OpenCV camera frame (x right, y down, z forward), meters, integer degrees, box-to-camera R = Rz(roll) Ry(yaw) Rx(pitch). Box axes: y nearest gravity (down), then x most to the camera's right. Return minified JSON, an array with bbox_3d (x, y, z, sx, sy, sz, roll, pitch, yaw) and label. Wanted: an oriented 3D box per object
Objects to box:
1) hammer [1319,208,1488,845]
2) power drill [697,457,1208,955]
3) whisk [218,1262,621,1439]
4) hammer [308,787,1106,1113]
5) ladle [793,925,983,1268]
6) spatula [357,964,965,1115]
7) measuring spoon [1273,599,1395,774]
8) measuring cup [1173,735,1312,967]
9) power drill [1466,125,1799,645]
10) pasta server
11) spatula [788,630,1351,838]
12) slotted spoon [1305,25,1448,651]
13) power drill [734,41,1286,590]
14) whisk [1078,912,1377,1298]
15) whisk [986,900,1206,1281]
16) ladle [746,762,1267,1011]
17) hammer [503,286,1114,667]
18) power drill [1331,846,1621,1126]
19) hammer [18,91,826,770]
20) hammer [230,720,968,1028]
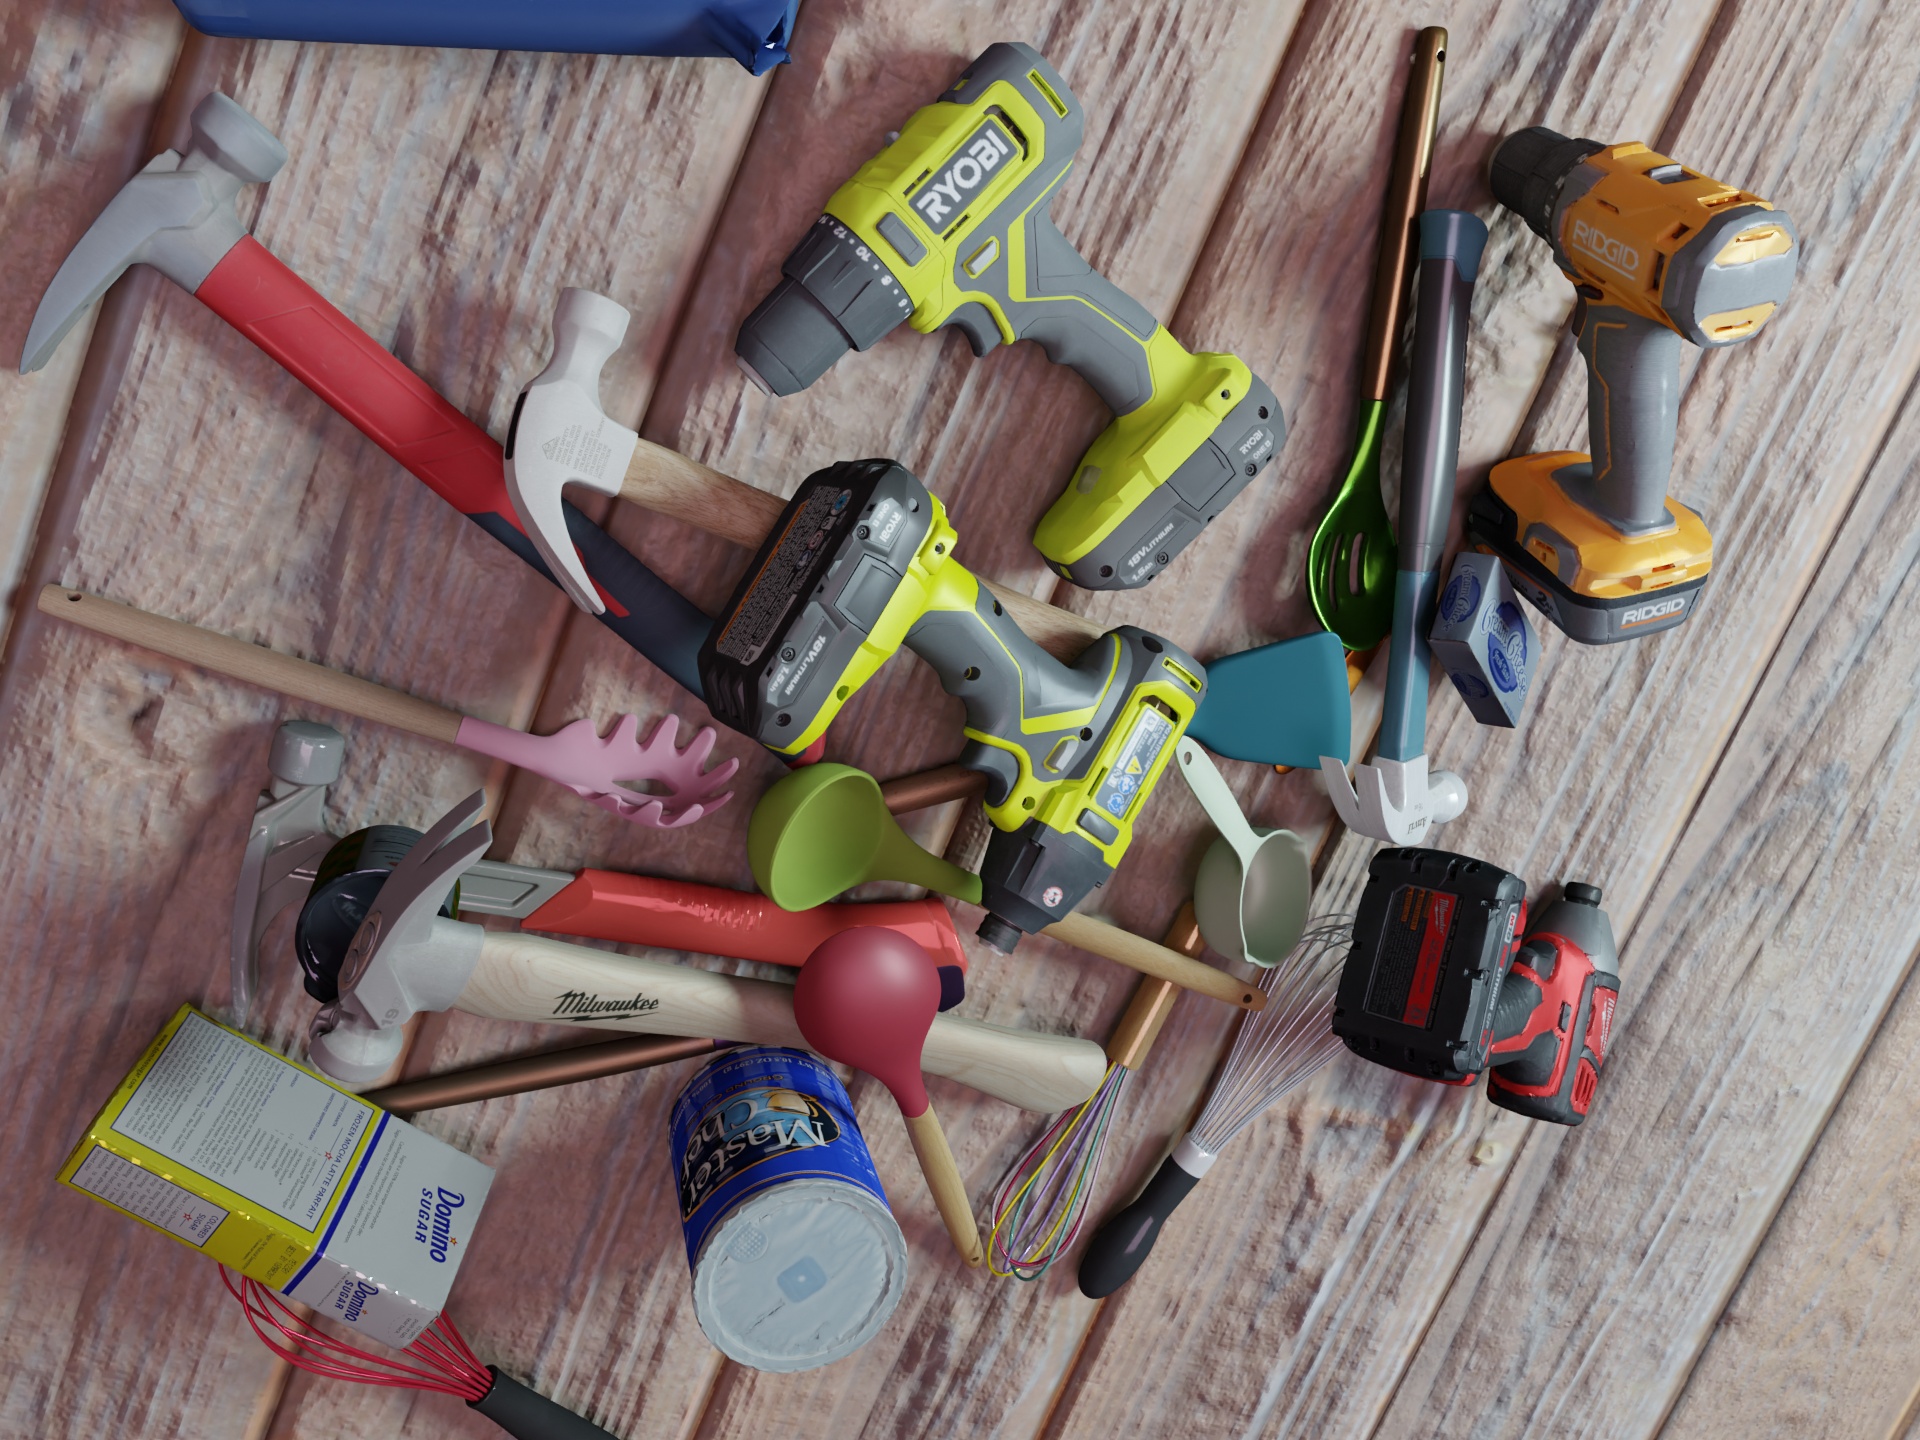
[{"bbox_3d":[0.241,-0.093,0.832,0.128,0.033,0.331,-14,111,-48],"label":"hammer"},{"bbox_3d":[-0.001,-0.002,0.738,0.223,0.080,0.171,34,82,-30],"label":"power drill"},{"bbox_3d":[-0.267,0.342,0.839,0.073,0.073,0.295,-41,119,-1],"label":"whisk"},{"bbox_3d":[-0.081,0.136,0.765,0.410,0.038,0.146,18,120,-36],"label":"hammer"},{"bbox_3d":[-0.020,0.210,0.817,0.069,0.031,0.315,-22,136,-6],"label":"ladle"},{"bbox_3d":[-0.152,0.169,0.821,0.316,0.018,0.059,-10,142,-6],"label":"spatula"},{"bbox_3d":[0.212,-0.017,0.884,0.021,0.011,0.117,33,95,-22],"label":"measuring spoon"},{"bbox_3d":[0.138,0.065,0.852,0.083,0.038,0.167,-56,129,-28],"label":"measuring cup"},{"bbox_3d":[0.316,-0.176,0.800,0.084,0.186,0.226,-14,129,-11],"label":"power drill"},{"bbox_3d":[-0.260,-0.009,0.743,0.316,0.060,0.040,19,132,-17],"label":"pasta server"},{"bbox_3d":[0.050,0.021,0.834,0.317,0.044,0.082,-15,116,-10],"label":"spatula"},{"bbox_3d":[0.221,-0.192,0.826,0.070,0.031,0.313,-3,106,-33],"label":"slotted spoon"},{"bbox_3d":[0.025,-0.170,0.753,0.190,0.080,0.228,-45,109,0],"label":"power drill"},{"bbox_3d":[0.155,0.227,0.924,0.070,0.070,0.284,31,102,-22],"label":"whisk"},{"bbox_3d":[0.080,0.212,0.902,0.047,0.051,0.245,26,95,-15],"label":"whisk"},{"bbox_3d":[0.036,0.102,0.824,0.320,0.062,0.078,23,98,-21],"label":"ladle"},{"bbox_3d":[-0.055,-0.076,0.759,0.331,0.031,0.130,20,86,-27],"label":"hammer"},{"bbox_3d":[0.305,0.144,0.892,0.219,0.079,0.143,23,81,-45],"label":"power drill"},{"bbox_3d":[-0.219,-0.090,0.729,0.386,0.038,0.143,41,94,-22],"label":"hammer"},{"bbox_3d":[-0.170,0.103,0.802,0.359,0.037,0.149,11,103,-18],"label":"hammer"}]
